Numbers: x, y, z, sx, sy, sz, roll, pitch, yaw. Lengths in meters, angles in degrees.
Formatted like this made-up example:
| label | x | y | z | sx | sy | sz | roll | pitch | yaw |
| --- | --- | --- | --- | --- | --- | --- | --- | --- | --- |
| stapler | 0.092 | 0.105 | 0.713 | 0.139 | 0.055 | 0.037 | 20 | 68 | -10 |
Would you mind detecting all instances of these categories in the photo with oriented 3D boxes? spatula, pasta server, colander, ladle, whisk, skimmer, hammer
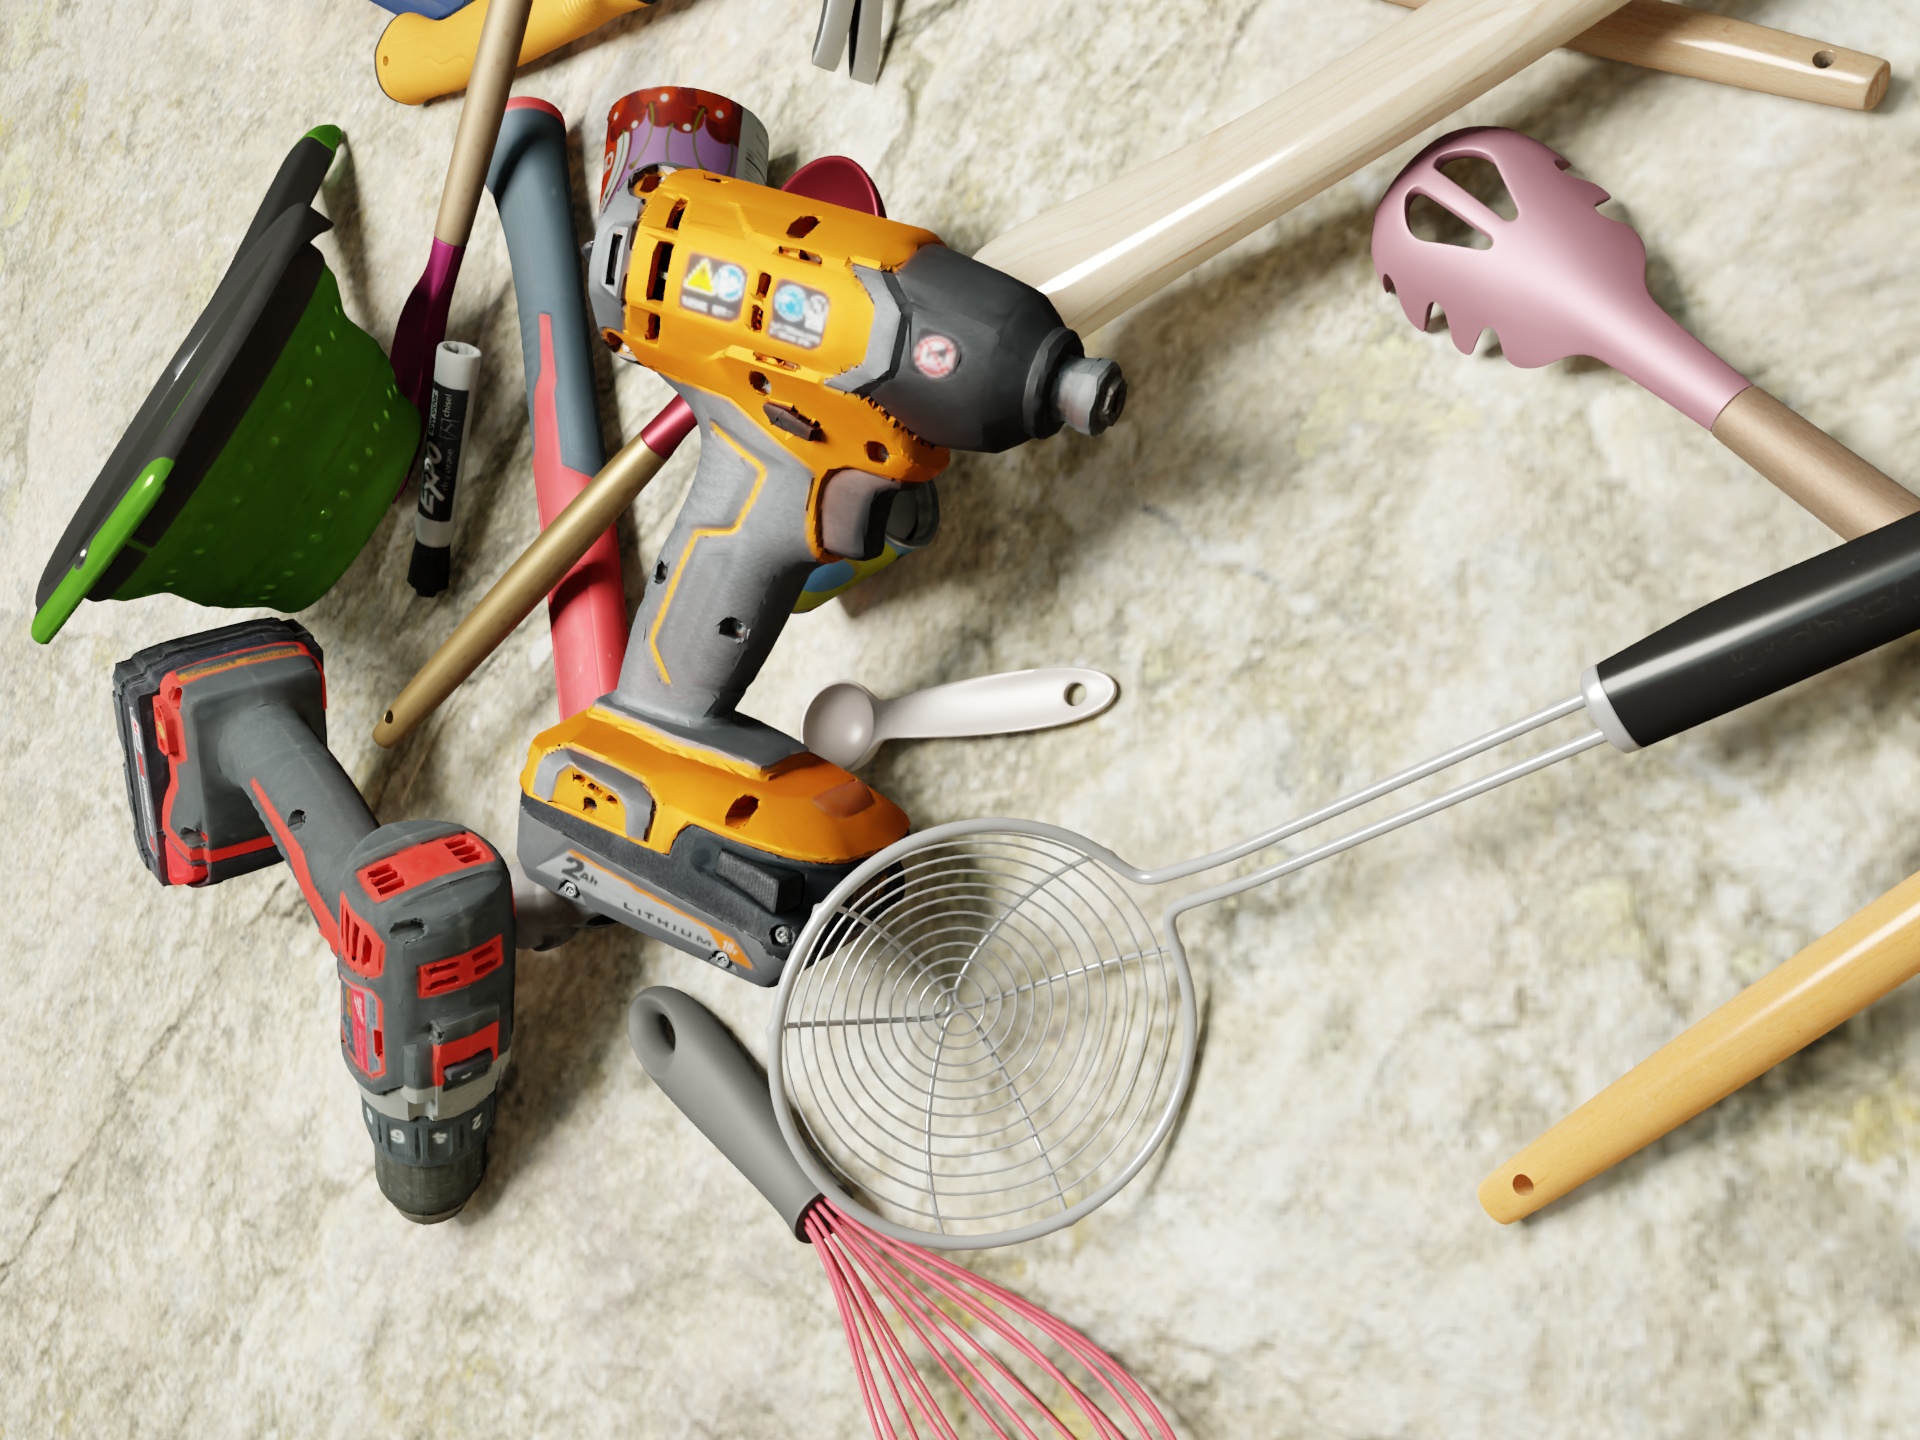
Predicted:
| label | x | y | z | sx | sy | sz | roll | pitch | yaw |
| --- | --- | --- | --- | --- | --- | --- | --- | --- | --- |
| spatula | 0.236 | 0.022 | 0.338 | 0.322 | 0.041 | 0.081 | -49 | 62 | 31 |
| pasta server | 0.214 | -0.059 | 0.393 | 0.060 | 0.040 | 0.316 | -50 | 60 | 18 |
| colander | -0.311 | -0.170 | 0.754 | 0.204 | 0.094 | 0.398 | -39 | 36 | 26 |
| ladle | -0.134 | -0.088 | 0.612 | 0.315 | 0.031 | 0.069 | -41 | 61 | 22 |
| whisk | -0.034 | 0.171 | 0.510 | 0.296 | 0.073 | 0.073 | 36 | 102 | 42 |
| spatula | 0.131 | -0.237 | 0.497 | 0.316 | 0.018 | 0.060 | 37 | 94 | 37 |
| skimmer | 0.105 | 0.036 | 0.397 | 0.363 | 0.090 | 0.127 | -29 | 103 | 32 |
| hammer | -0.153 | -0.108 | 0.668 | 0.143 | 0.038 | 0.387 | -23 | 67 | 30 |
| hammer | 0.169 | -0.194 | 0.410 | 0.410 | 0.038 | 0.146 | -28 | 49 | 26 |
| hammer | -0.164 | -0.321 | 0.716 | 0.337 | 0.034 | 0.127 | 3 | 96 | 40 |

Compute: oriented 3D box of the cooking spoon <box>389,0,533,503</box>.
| label | x | y | z | sx | sy | sz | roll | pitch | yaw |
| --- | --- | --- | --- | --- | --- | --- | --- | --- | --- |
| cooking spoon | -0.221 | -0.239 | 0.711 | 0.069 | 0.017 | 0.318 | 56 | 131 | 42 |

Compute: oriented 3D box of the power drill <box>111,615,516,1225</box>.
| label | x | y | z | sx | sy | sz | roll | pitch | yaw |
| --- | --- | --- | --- | --- | --- | --- | --- | --- | --- |
| power drill | -0.256 | 0.082 | 0.649 | 0.227 | 0.080 | 0.187 | 38 | 132 | 32 |

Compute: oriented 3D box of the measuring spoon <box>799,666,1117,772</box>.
| label | x | y | z | sx | sy | sz | roll | pitch | yaw |
| --- | --- | --- | --- | --- | --- | --- | --- | --- | --- |
| measuring spoon | -0.001 | -0.002 | 0.550 | 0.124 | 0.018 | 0.034 | -8 | 75 | 28 |

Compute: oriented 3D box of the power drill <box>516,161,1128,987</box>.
| label | x | y | z | sx | sy | sz | roll | pitch | yaw |
| --- | --- | --- | --- | --- | --- | --- | --- | --- | --- |
| power drill | -0.047 | -0.040 | 0.488 | 0.164 | 0.084 | 0.226 | 20 | 108 | 20 |
